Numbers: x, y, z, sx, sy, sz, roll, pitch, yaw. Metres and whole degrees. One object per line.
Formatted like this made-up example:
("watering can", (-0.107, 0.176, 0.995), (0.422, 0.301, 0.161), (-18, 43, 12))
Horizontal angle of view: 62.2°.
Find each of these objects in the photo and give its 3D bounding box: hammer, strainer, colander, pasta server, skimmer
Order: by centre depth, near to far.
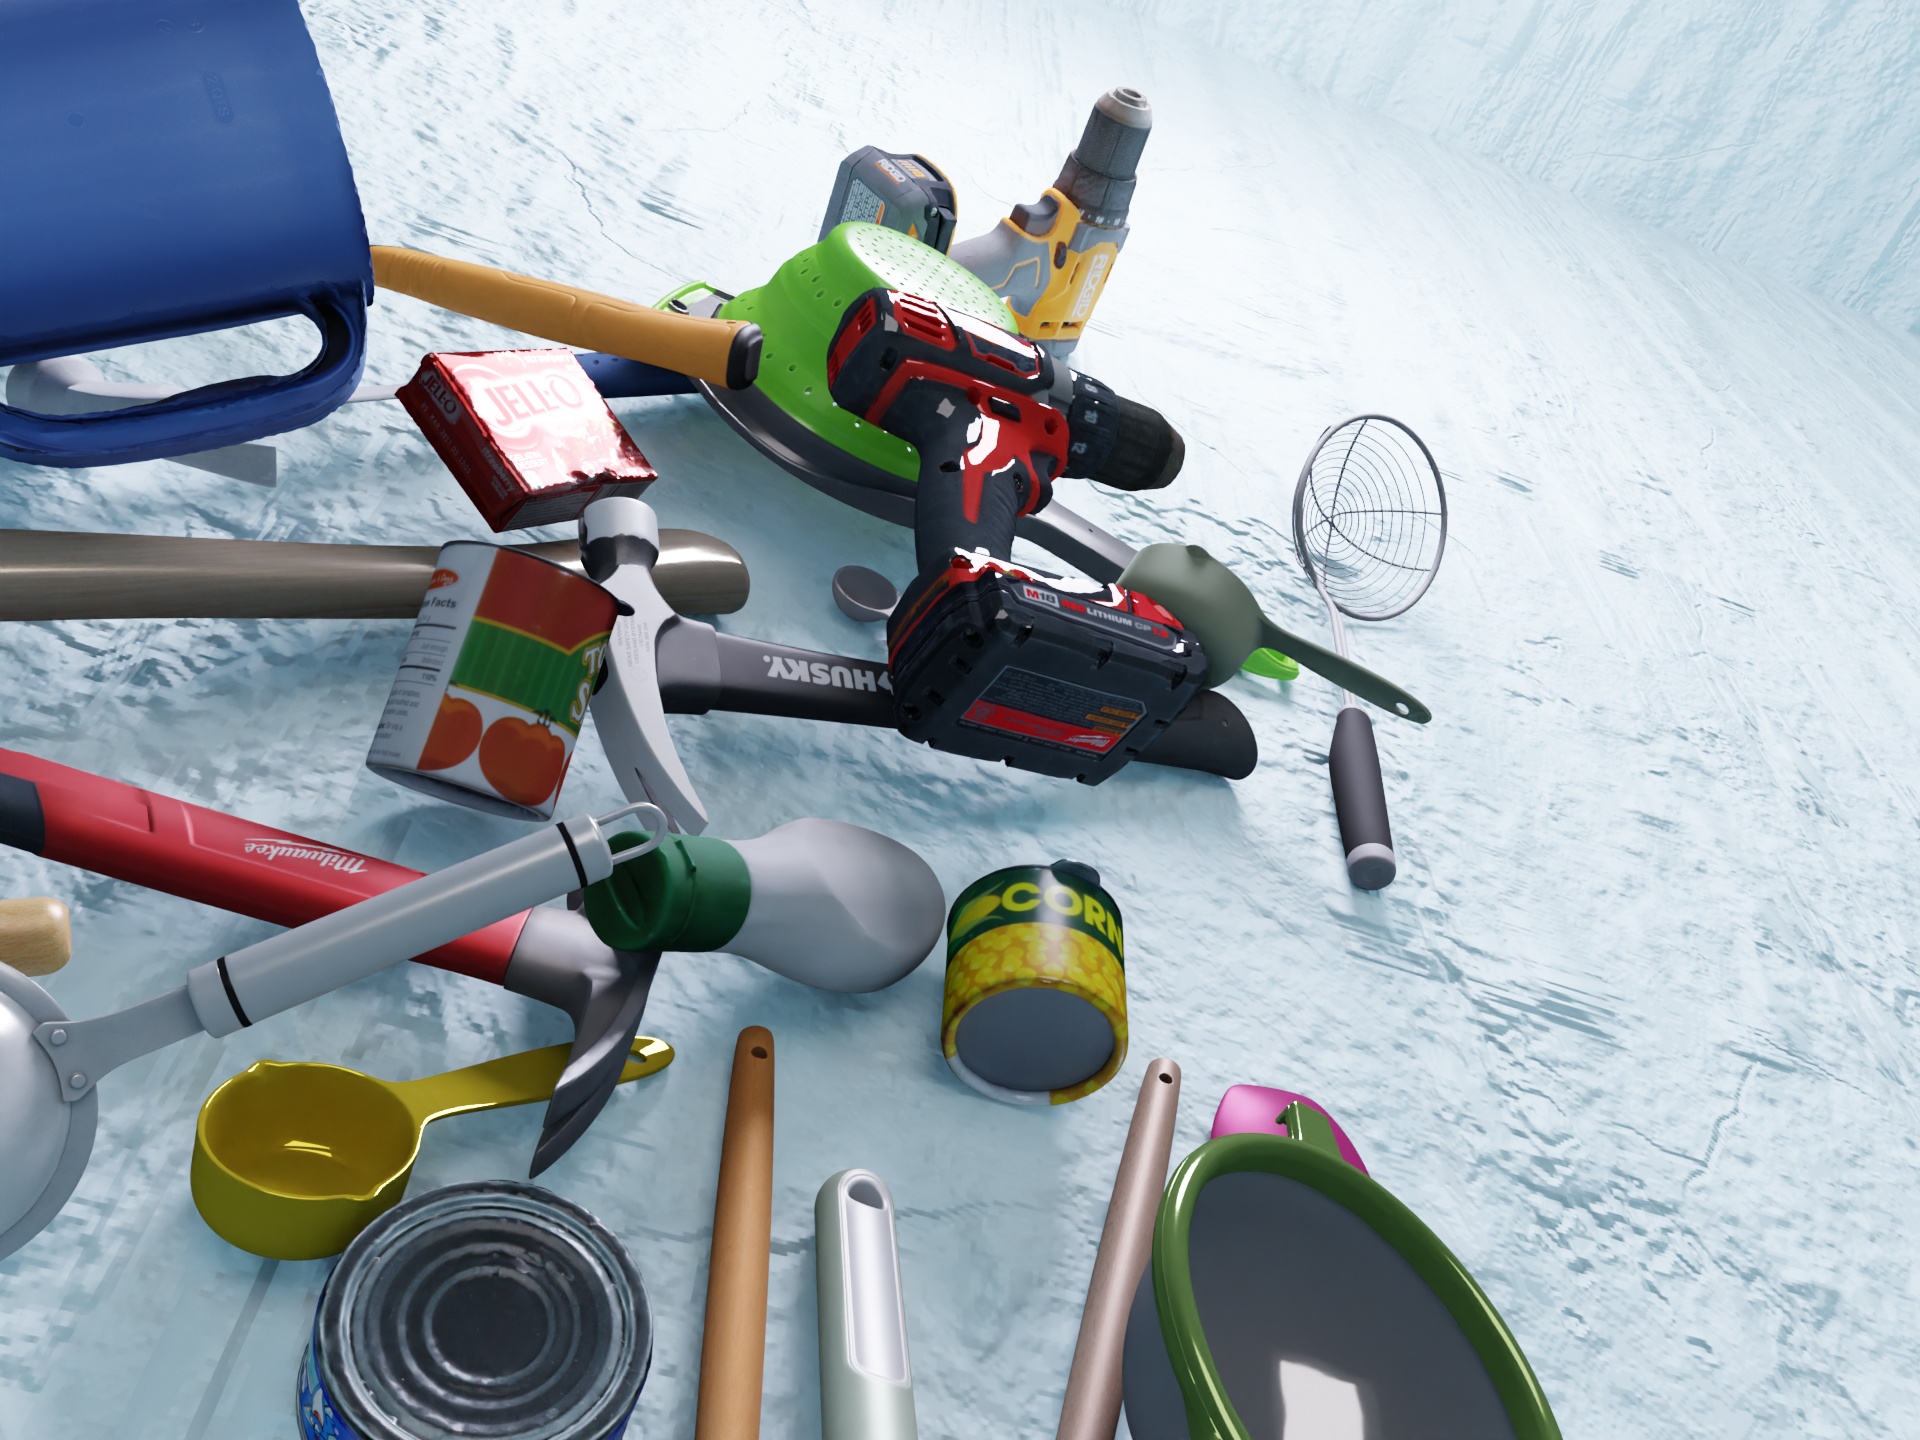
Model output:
("strainer", (-0.194, 0.072, 0.398), (0.258, 0.087, 0.050), (-22, 11, -20))
("strainer", (0.064, 0.201, 0.408), (0.256, 0.069, 0.152), (-4, 51, -51))
("pasta server", (0.035, 0.205, 0.464), (0.060, 0.040, 0.316), (26, 30, 2))
("hammer", (-0.280, 0.032, 0.470), (0.386, 0.038, 0.143), (18, 21, -8))
("hammer", (-0.241, -0.047, 0.579), (0.410, 0.038, 0.146), (-5, 35, -46))
("hammer", (-0.001, -0.002, 0.692), (0.334, 0.035, 0.146), (8, 57, -32))
("hammer", (-0.257, -0.213, 0.765), (0.337, 0.034, 0.127), (16, 22, 9))
("hammer", (-0.216, -0.161, 0.769), (0.144, 0.035, 0.405), (17, 23, 32))
("colander", (0.033, -0.153, 0.844), (0.397, 0.094, 0.205), (30, 29, -6))
("skimmer", (0.237, -0.048, 0.876), (0.127, 0.090, 0.364), (48, 29, -24))

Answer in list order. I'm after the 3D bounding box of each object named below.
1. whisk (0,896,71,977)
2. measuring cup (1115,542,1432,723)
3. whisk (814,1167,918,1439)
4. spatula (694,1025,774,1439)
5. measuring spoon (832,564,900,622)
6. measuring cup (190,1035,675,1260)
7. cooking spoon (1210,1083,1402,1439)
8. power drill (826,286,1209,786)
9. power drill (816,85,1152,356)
("whisk", (-0.347, 0.065, 0.371), (0.245, 0.047, 0.051), (-3, 18, -27))
("measuring cup", (0.144, -0.028, 0.770), (0.168, 0.083, 0.038), (29, 63, 24))
("whisk", (-0.021, 0.194, 0.390), (0.057, 0.059, 0.246), (23, 19, -15))
("spatula", (-0.064, 0.202, 0.408), (0.081, 0.041, 0.323), (16, 30, -14))
("measuring spoon", (-0.015, -0.030, 0.766), (0.124, 0.018, 0.034), (41, 36, 12))
("measuring cup", (-0.148, 0.120, 0.470), (0.062, 0.029, 0.156), (33, 20, 33))
("cooking spoon", (0.132, 0.236, 0.485), (0.068, 0.017, 0.319), (13, 35, -15))
("power drill", (0.039, -0.086, 0.709), (0.187, 0.080, 0.227), (14, 47, -30))
("power drill", (0.023, -0.325, 1.040), (0.226, 0.185, 0.084), (-14, 51, -39))
